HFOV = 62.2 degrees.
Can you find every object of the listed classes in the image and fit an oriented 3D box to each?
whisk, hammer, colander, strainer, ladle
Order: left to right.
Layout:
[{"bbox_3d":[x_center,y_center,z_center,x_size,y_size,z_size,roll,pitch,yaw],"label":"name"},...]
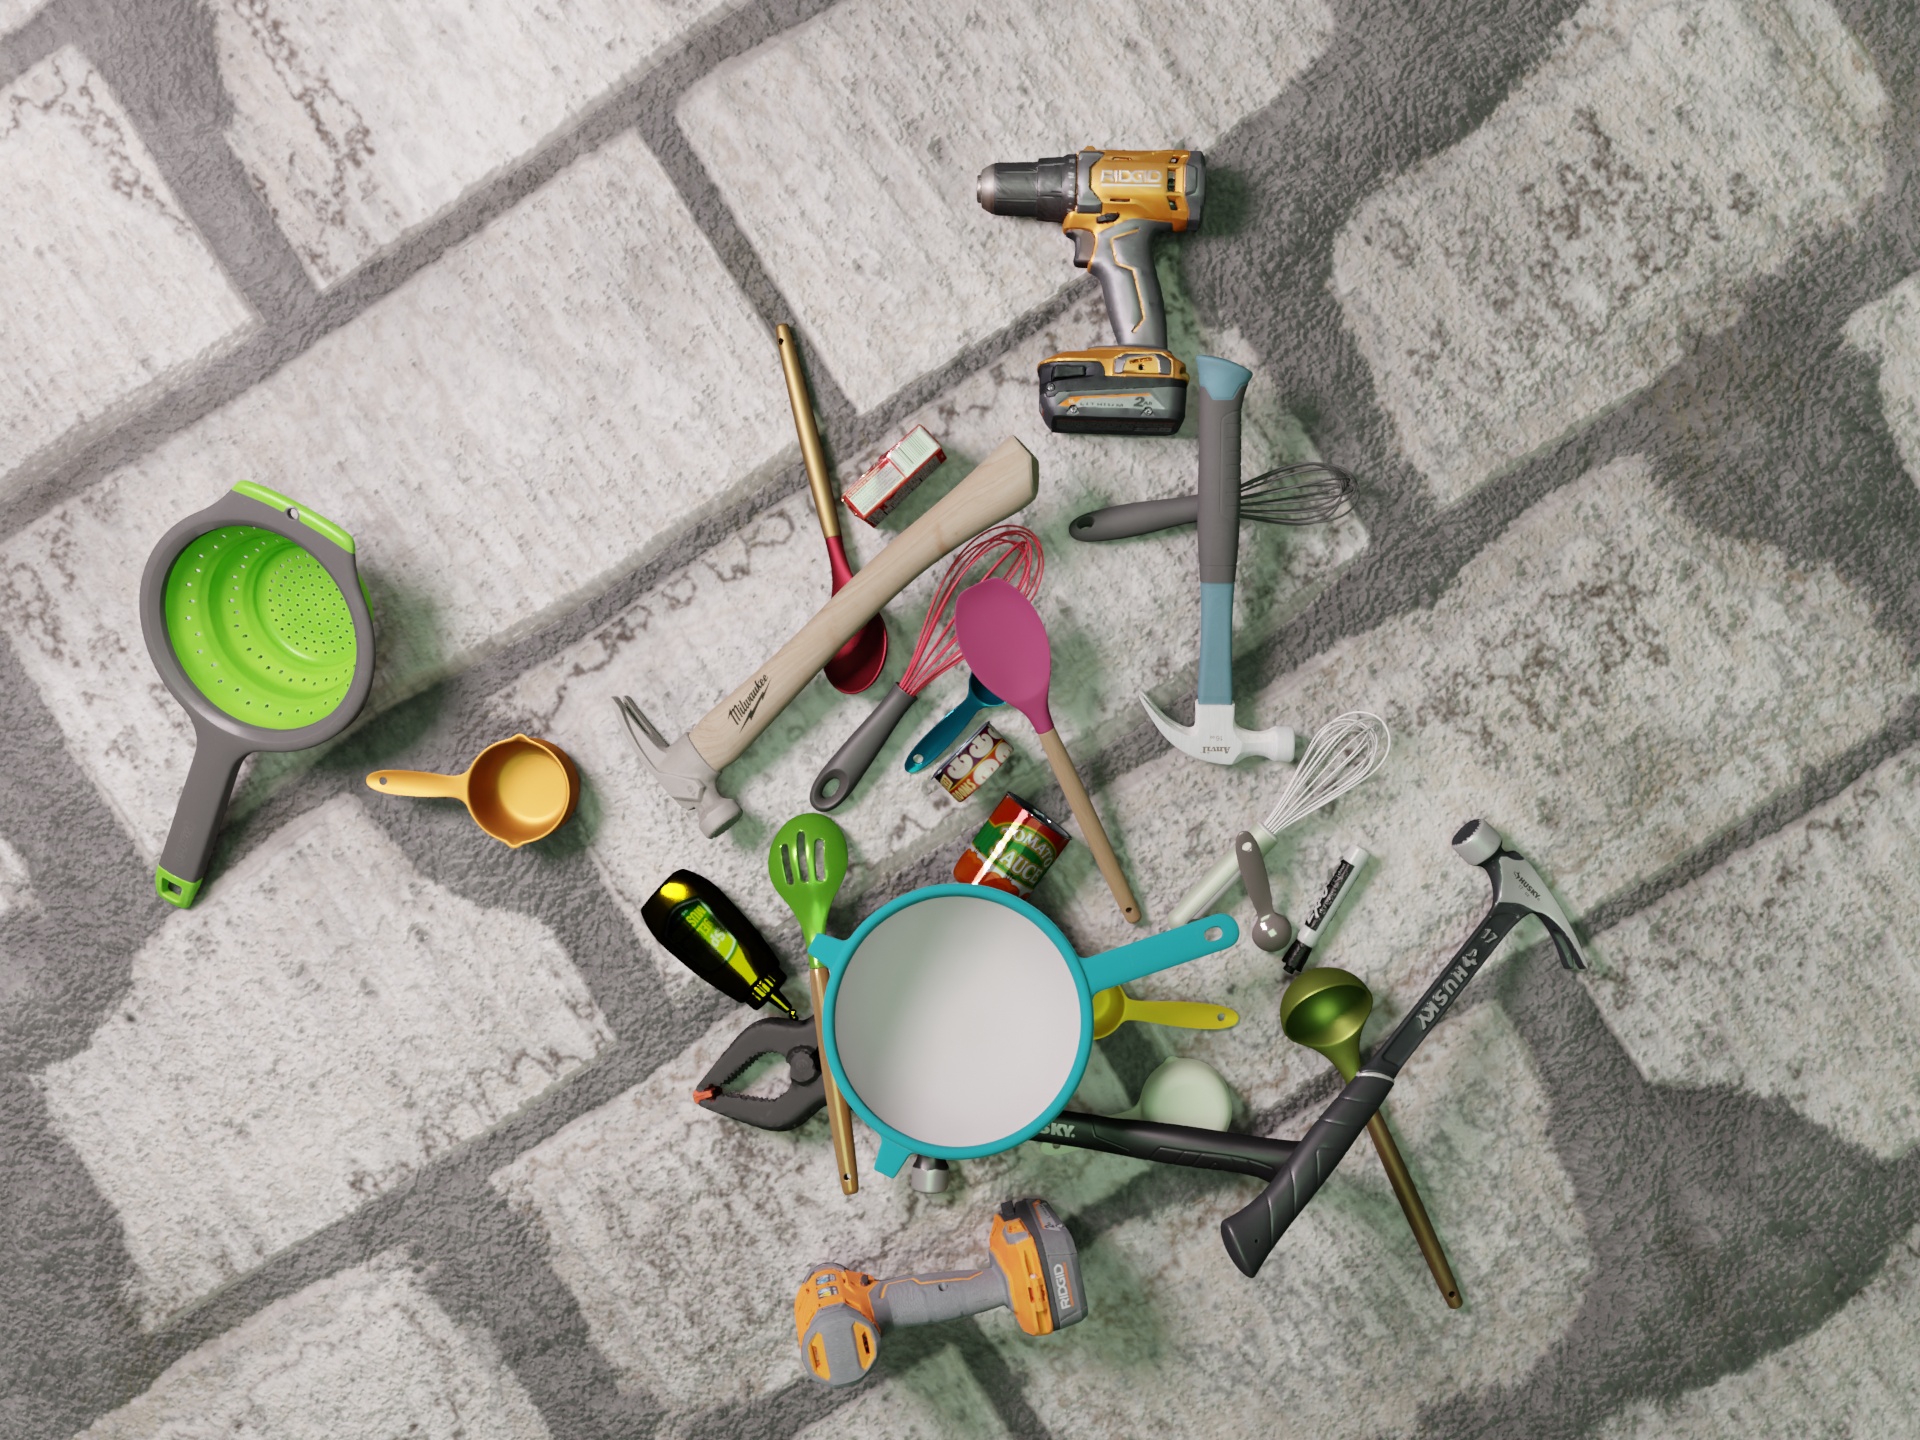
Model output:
[{"bbox_3d":[-0.589,-0.017,1.335,0.204,0.094,0.397,28,111,1],"label":"colander"},{"bbox_3d":[-0.114,-0.177,1.327,0.069,0.031,0.315,-14,89,30],"label":"ladle"},{"bbox_3d":[-0.104,-0.087,1.291,0.410,0.038,0.146,-42,83,12],"label":"hammer"},{"bbox_3d":[-0.032,-0.039,1.319,0.073,0.073,0.296,38,100,0],"label":"whisk"},{"bbox_3d":[0.057,0.222,1.279,0.340,0.095,0.211,-17,78,-8],"label":"strainer"},{"bbox_3d":[0.124,0.335,1.307,0.335,0.035,0.146,5,91,14],"label":"hammer"},{"bbox_3d":[0.207,-0.174,1.308,0.239,0.055,0.055,-9,92,7],"label":"whisk"},{"bbox_3d":[0.209,-0.125,1.281,0.128,0.033,0.331,0,106,6],"label":"hammer"},{"bbox_3d":[0.261,0.087,1.317,0.246,0.057,0.059,-47,56,8],"label":"whisk"},{"bbox_3d":[0.352,0.350,1.320,0.078,0.062,0.320,-24,94,6],"label":"ladle"},{"bbox_3d":[0.345,0.273,1.266,0.149,0.036,0.409,45,74,-4],"label":"hammer"}]

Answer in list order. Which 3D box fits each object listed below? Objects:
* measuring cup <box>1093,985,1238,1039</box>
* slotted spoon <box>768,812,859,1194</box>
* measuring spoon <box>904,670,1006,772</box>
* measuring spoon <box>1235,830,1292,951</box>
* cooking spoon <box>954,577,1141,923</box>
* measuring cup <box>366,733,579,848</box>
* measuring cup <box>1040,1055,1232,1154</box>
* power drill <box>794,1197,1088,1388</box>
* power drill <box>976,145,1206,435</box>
[{"bbox_3d":[0.157,0.242,1.342,0.156,0.029,0.062,7,93,-10],"label":"measuring cup"},{"bbox_3d":[-0.111,0.230,1.312,0.070,0.031,0.314,-10,80,9],"label":"slotted spoon"},{"bbox_3d":[-0.002,-0.004,1.340,0.042,0.021,0.128,42,103,-13],"label":"measuring spoon"},{"bbox_3d":[0.248,0.143,1.307,0.034,0.018,0.124,-21,117,0],"label":"measuring spoon"},{"bbox_3d":[0.080,0.030,1.299,0.069,0.017,0.318,-24,105,6],"label":"cooking spoon"},{"bbox_3d":[-0.407,0.054,1.340,0.173,0.052,0.095,4,93,4],"label":"measuring cup"},{"bbox_3d":[0.147,0.339,1.334,0.167,0.038,0.083,-18,92,1],"label":"measuring cup"},{"bbox_3d":[-0.024,0.463,1.302,0.226,0.164,0.084,-12,92,-10],"label":"power drill"},{"bbox_3d":[0.102,-0.351,1.287,0.185,0.084,0.226,2,88,3],"label":"power drill"}]
